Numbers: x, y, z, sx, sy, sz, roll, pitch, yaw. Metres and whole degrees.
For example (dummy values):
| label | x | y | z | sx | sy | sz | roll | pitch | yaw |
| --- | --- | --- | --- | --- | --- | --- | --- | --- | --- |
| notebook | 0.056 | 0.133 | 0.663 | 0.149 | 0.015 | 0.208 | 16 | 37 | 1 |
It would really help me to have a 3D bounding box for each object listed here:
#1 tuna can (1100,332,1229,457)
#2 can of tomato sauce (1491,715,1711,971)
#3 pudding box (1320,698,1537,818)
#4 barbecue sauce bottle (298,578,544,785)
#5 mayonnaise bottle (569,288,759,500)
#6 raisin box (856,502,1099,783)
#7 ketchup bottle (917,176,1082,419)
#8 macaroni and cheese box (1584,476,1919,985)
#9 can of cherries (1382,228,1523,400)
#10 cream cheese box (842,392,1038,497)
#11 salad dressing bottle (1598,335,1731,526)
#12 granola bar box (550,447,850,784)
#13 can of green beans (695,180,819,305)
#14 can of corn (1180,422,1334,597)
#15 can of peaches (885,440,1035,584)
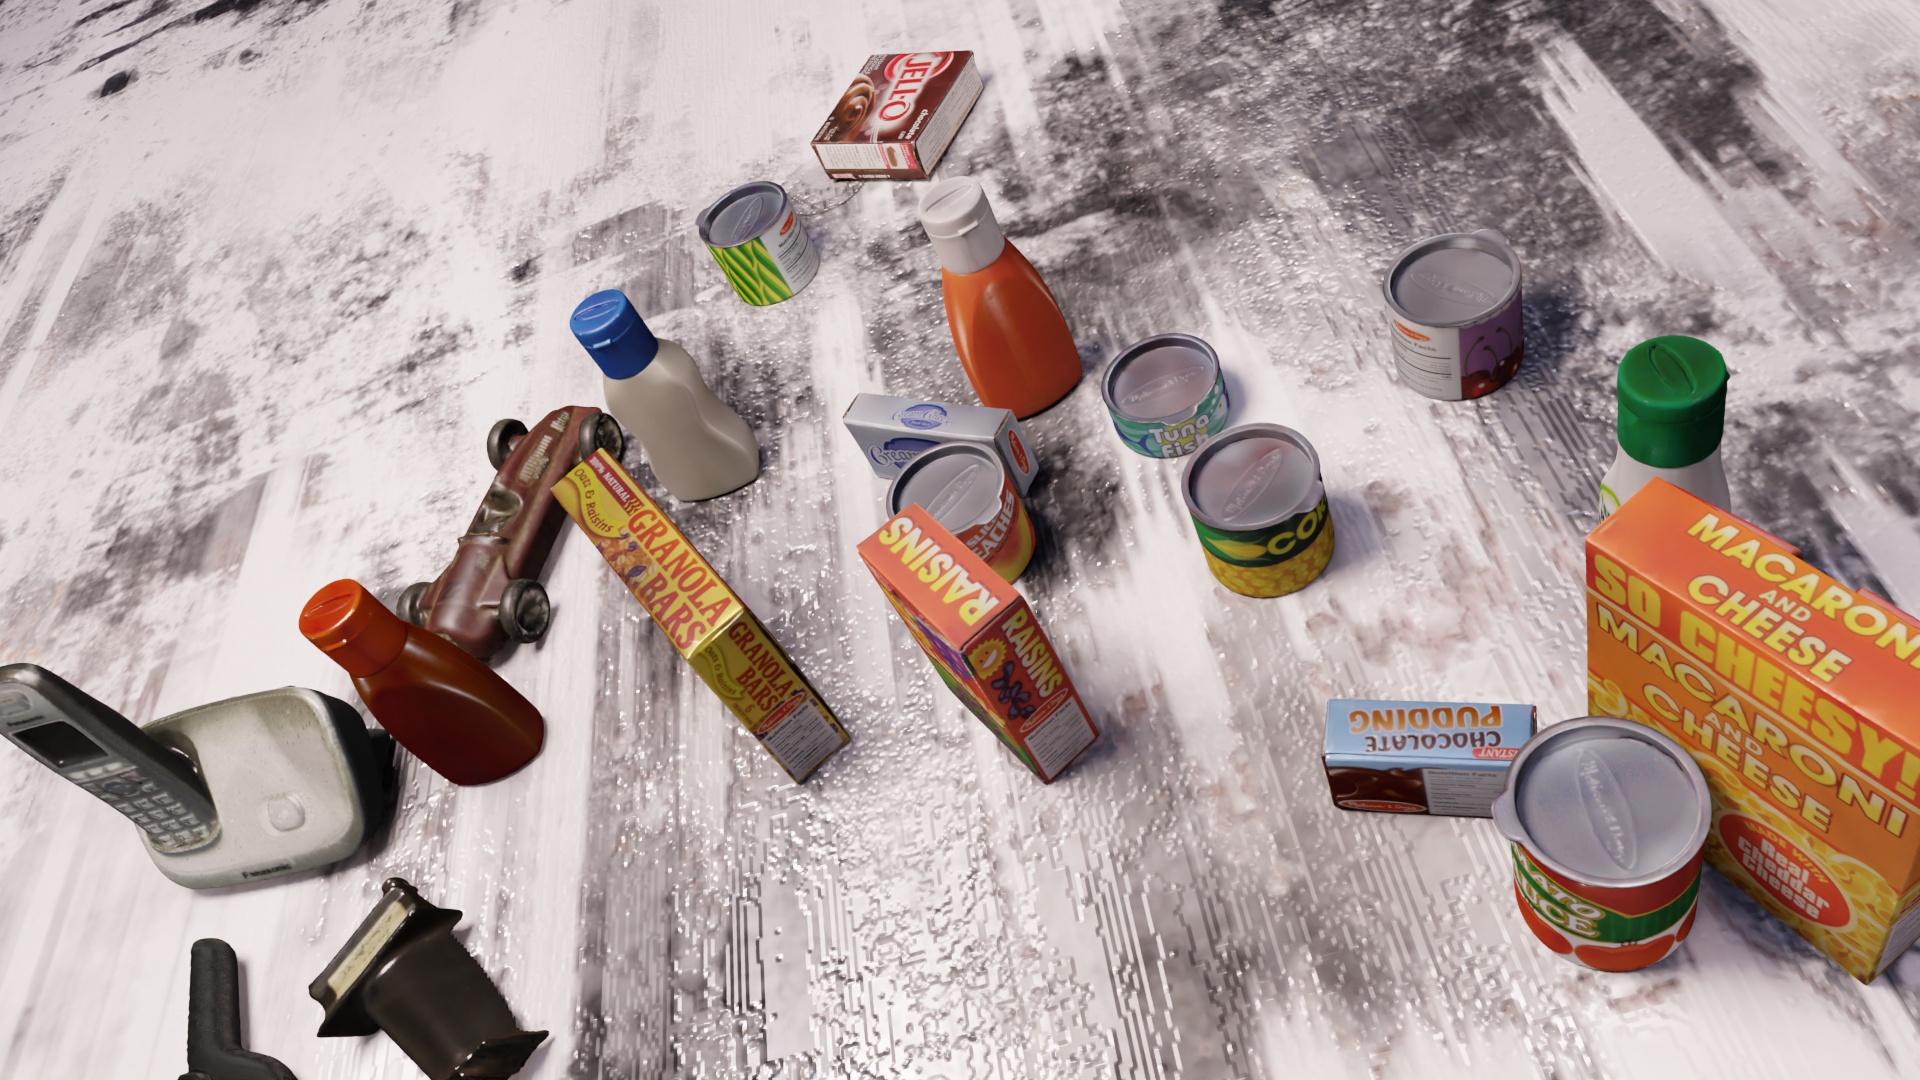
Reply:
| label | x | y | z | sx | sy | sz | roll | pitch | yaw |
| --- | --- | --- | --- | --- | --- | --- | --- | --- | --- |
| tuna can | 0.114 | -0.078 | 0.765 | 0.071 | 0.032 | 0.071 | -12 | 49 | 15 |
| can of tomato sauce | 0.238 | 0.115 | 0.517 | 0.071 | 0.082 | 0.071 | -12 | 49 | 15 |
| pudding box | 0.196 | 0.091 | 0.579 | 0.083 | 0.049 | 0.030 | -2 | 53 | 23 |
| barbecue sauce bottle | -0.288 | 0.077 | 0.741 | 0.065 | 0.148 | 0.044 | -21 | 48 | 8 |
| mayonnaise bottle | -0.176 | -0.084 | 0.823 | 0.065 | 0.147 | 0.041 | -16 | 49 | 12 |
| raisin box | 0.009 | 0.049 | 0.647 | 0.040 | 0.123 | 0.086 | -40 | 48 | -9 |
| ketchup bottle | 0.019 | -0.134 | 0.774 | 0.065 | 0.148 | 0.044 | -31 | 47 | -2 |
| macaroni and cheese box | 0.279 | 0.068 | 0.481 | 0.040 | 0.165 | 0.124 | -38 | 48 | -8 |
| can of cherries | 0.257 | -0.116 | 0.715 | 0.071 | 0.058 | 0.072 | -12 | 49 | 15 |
| cream cheese box | -0.012 | -0.054 | 0.788 | 0.104 | 0.053 | 0.024 | 10 | 58 | 30 |
| salad dressing bottle | 0.286 | -0.020 | 0.563 | 0.044 | 0.147 | 0.064 | -19 | 48 | 9 |
| granola bar box | -0.135 | 0.037 | 0.721 | 0.039 | 0.123 | 0.166 | -40 | 48 | -10 |
| can of green beans | -0.139 | -0.206 | 0.967 | 0.071 | 0.057 | 0.071 | -12 | 49 | 15 |
| can of corn | 0.149 | -0.013 | 0.680 | 0.071 | 0.058 | 0.071 | -12 | 49 | 15 |
| can of peaches | 0.003 | -0.009 | 0.742 | 0.071 | 0.057 | 0.071 | -12 | 49 | 15 |
